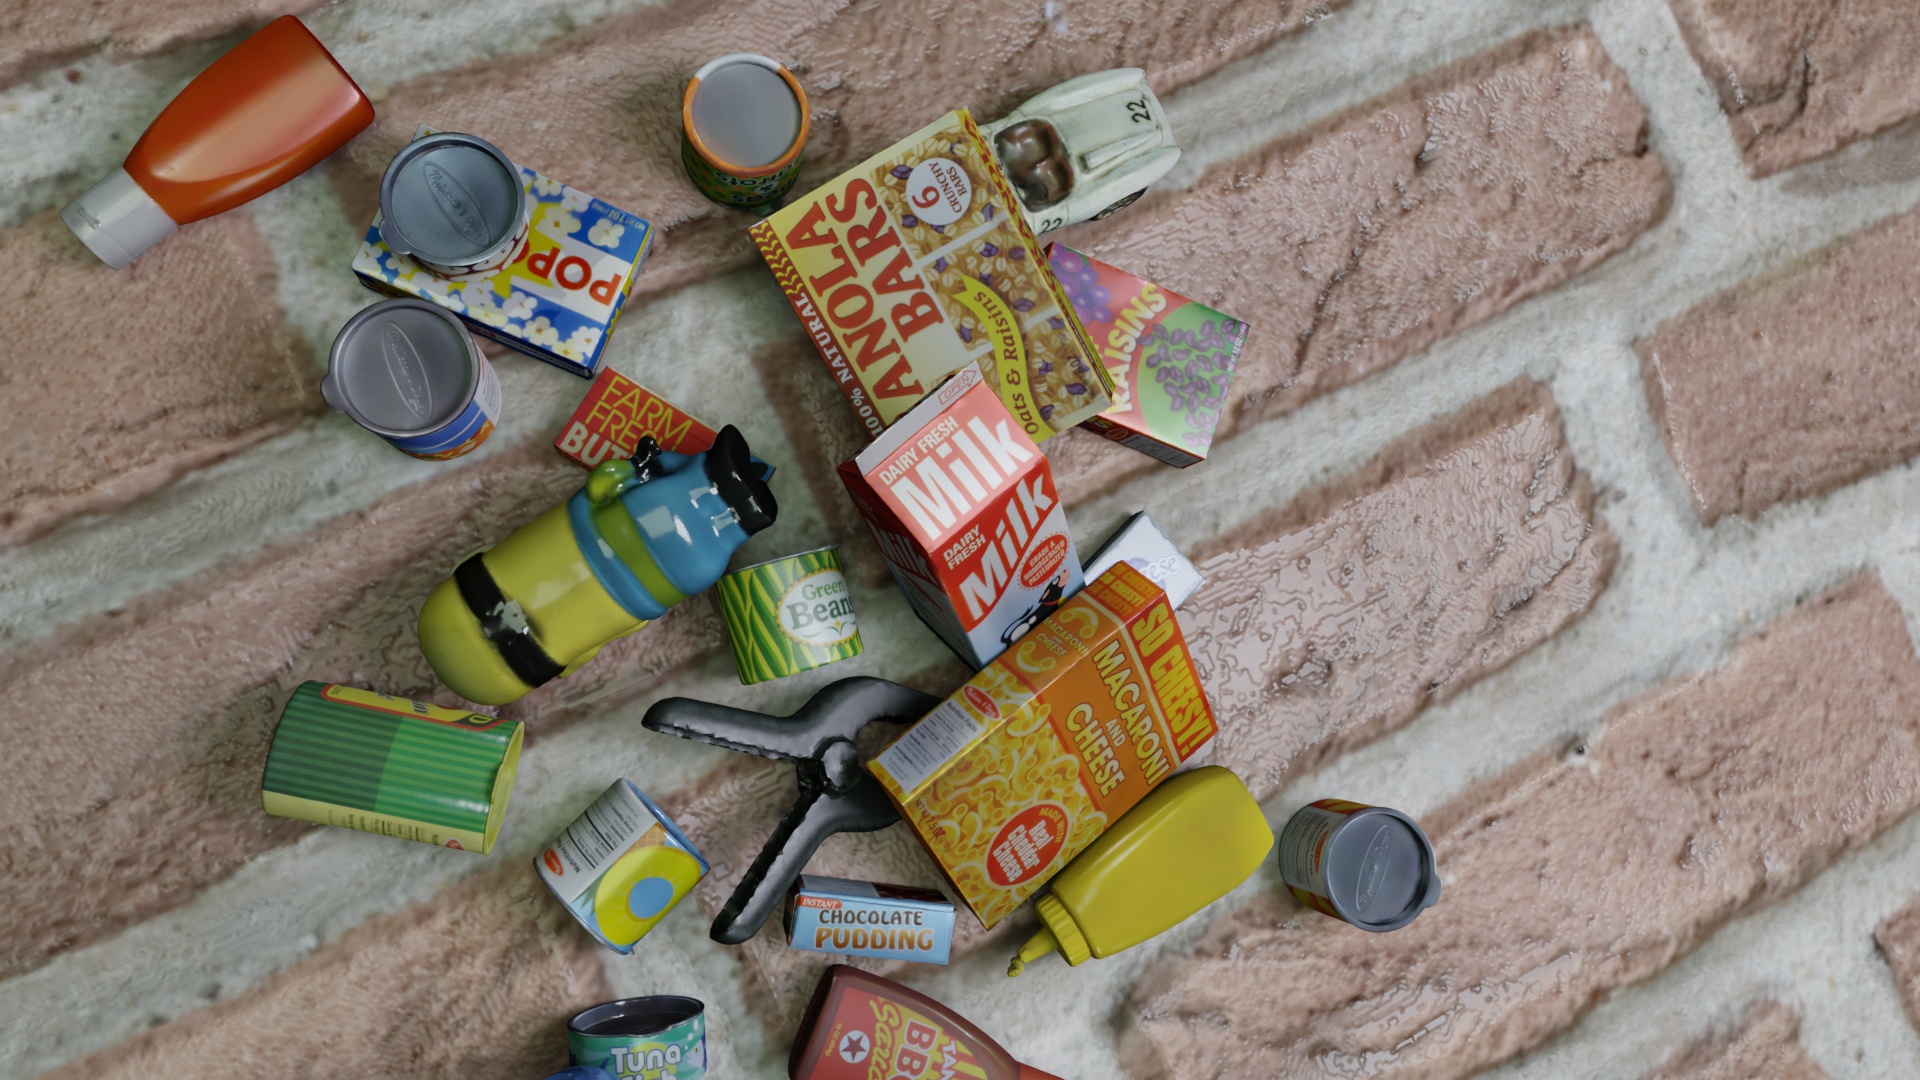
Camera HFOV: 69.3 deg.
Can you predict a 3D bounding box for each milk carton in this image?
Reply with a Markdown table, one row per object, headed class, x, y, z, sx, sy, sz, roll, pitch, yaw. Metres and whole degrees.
| class | x | y | z | sx | sy | sz | roll | pitch | yaw |
| --- | --- | --- | --- | --- | --- | --- | --- | --- | --- |
| milk carton | 0.002 | -0.008 | 0.671 | 0.072 | 0.189 | 0.073 | -41 | 58 | -11 |

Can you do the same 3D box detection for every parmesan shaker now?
| class | x | y | z | sx | sy | sz | roll | pitch | yaw |
| --- | --- | --- | --- | --- | --- | --- | --- | --- | --- |
| parmesan shaker | -0.271 | 0.108 | 0.668 | 0.103 | 0.071 | 0.071 | 14 | 82 | -10 |

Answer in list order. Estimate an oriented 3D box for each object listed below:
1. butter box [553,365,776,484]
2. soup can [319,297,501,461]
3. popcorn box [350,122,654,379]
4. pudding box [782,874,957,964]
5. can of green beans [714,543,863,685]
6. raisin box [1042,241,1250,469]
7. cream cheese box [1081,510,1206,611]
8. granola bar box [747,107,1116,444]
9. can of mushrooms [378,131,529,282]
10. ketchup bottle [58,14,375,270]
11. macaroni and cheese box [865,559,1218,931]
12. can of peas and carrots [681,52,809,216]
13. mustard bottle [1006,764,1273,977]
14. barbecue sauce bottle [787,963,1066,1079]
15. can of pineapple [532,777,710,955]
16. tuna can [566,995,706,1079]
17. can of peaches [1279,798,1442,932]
| class | x | y | z | sx | sy | sz | roll | pitch | yaw |
| --- | --- | --- | --- | --- | --- | --- | --- | --- | --- |
| butter box | -0.155 | -0.043 | 0.730 | 0.103 | 0.024 | 0.053 | 31 | 79 | -7 |
| soup can | -0.266 | -0.076 | 0.680 | 0.071 | 0.083 | 0.071 | 1 | 85 | -11 |
| popcorn box | -0.233 | -0.147 | 0.716 | 0.127 | 0.038 | 0.085 | 23 | 81 | -9 |
| pudding box | -0.047 | 0.195 | 0.716 | 0.084 | 0.049 | 0.030 | 9 | 85 | -11 |
| can of green beans | -0.088 | 0.038 | 0.714 | 0.071 | 0.071 | 0.058 | -15 | 88 | -12 |
| raisin box | 0.089 | -0.103 | 0.778 | 0.123 | 0.040 | 0.086 | 21 | 82 | -10 |
| cream cheese box | 0.083 | 0.038 | 0.770 | 0.104 | 0.024 | 0.053 | -44 | 94 | -12 |
| granola bar box | -0.013 | -0.118 | 0.716 | 0.124 | 0.039 | 0.165 | -26 | 104 | 17 |
| can of mushrooms | -0.247 | -0.160 | 0.677 | 0.071 | 0.033 | 0.071 | 1 | 85 | -12 |
| ketchup bottle | -0.371 | -0.194 | 0.690 | 0.149 | 0.043 | 0.064 | -42 | 93 | -12 |
| macaroni and cheese box | 0.047 | 0.106 | 0.716 | 0.167 | 0.040 | 0.123 | -38 | 132 | -13 |
| can of peas and carrots | -0.114 | -0.214 | 0.737 | 0.071 | 0.058 | 0.071 | 1 | 85 | -11 |
| mustard bottle | 0.089 | 0.183 | 0.745 | 0.160 | 0.049 | 0.065 | -30 | 94 | -12 |
| barbecue sauce bottle | -0.010 | 0.274 | 0.719 | 0.148 | 0.043 | 0.065 | 24 | 79 | -9 |
| can of pineapple | -0.166 | 0.161 | 0.688 | 0.058 | 0.071 | 0.071 | -44 | 94 | -12 |
| tuna can | -0.157 | 0.248 | 0.678 | 0.071 | 0.071 | 0.033 | -3 | 87 | -12 |
| can of peaches | 0.220 | 0.179 | 0.768 | 0.071 | 0.058 | 0.071 | 1 | 84 | -12 |
